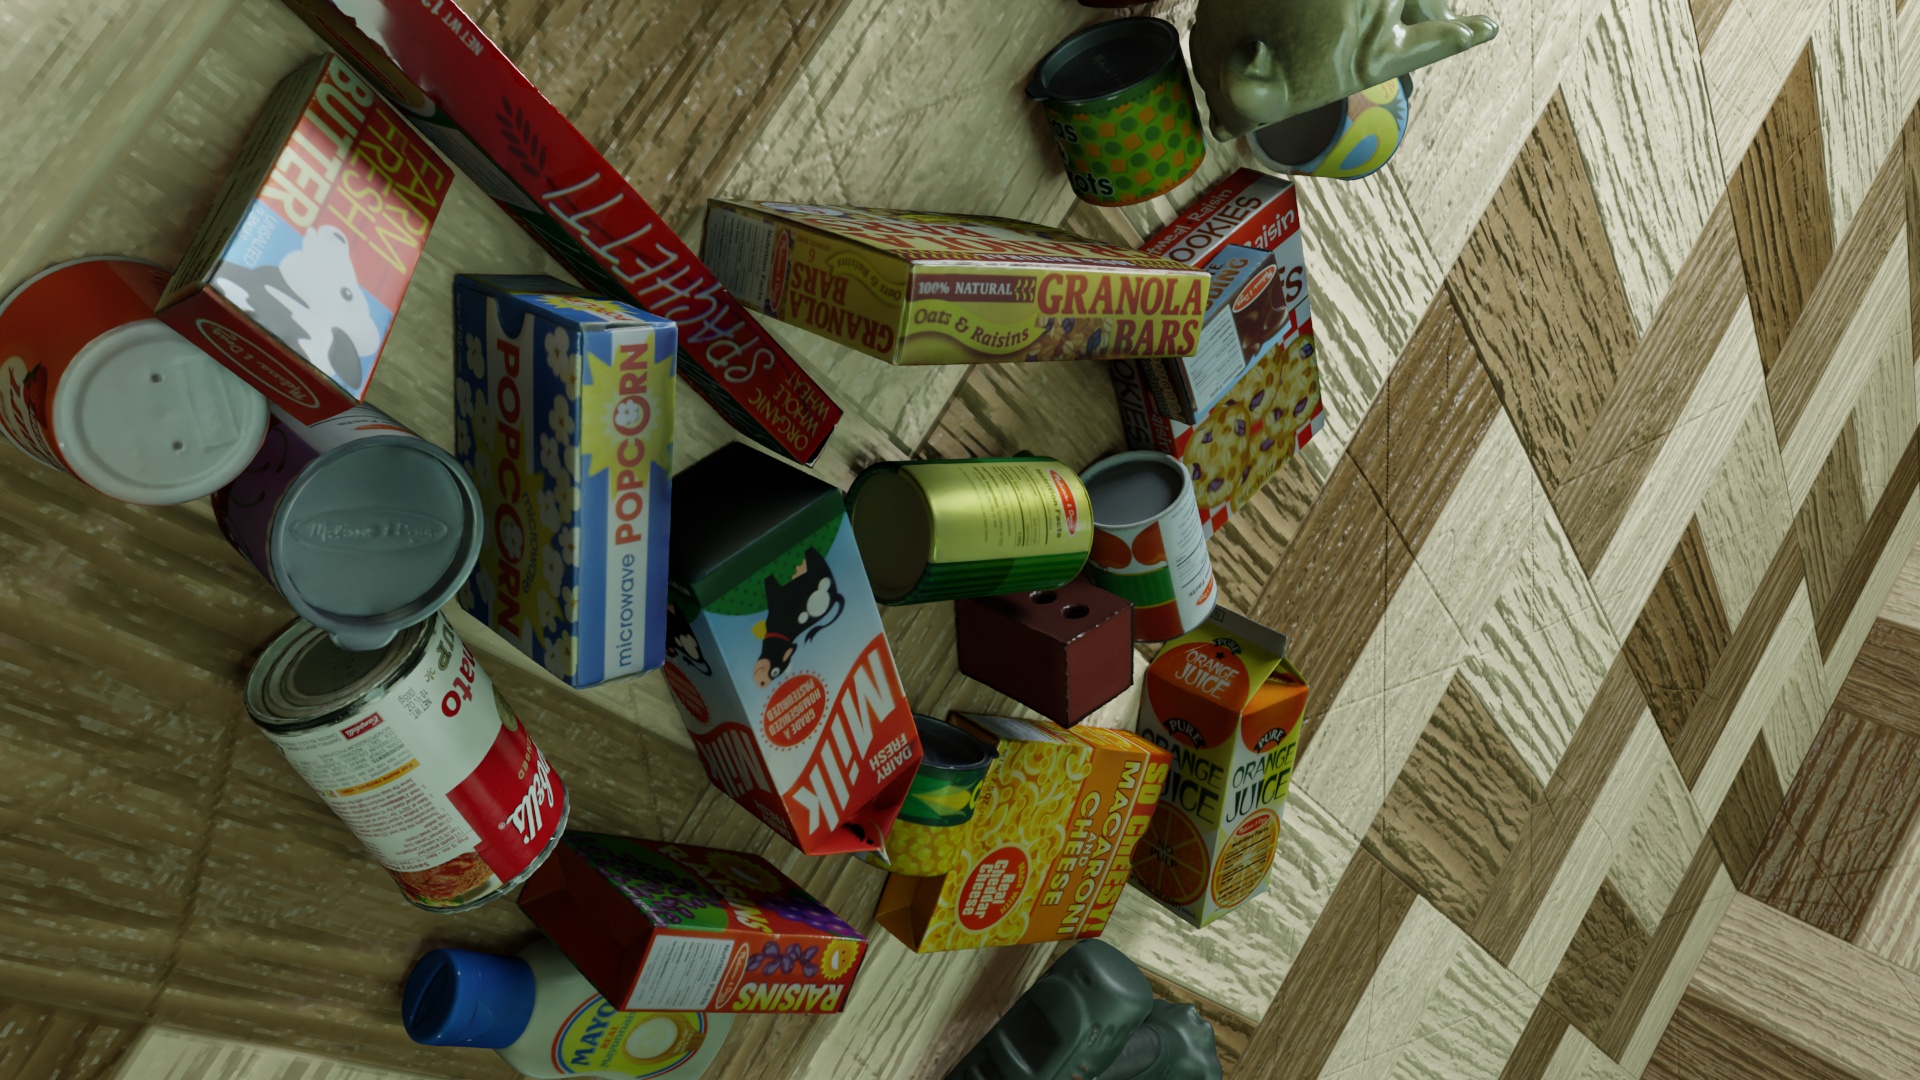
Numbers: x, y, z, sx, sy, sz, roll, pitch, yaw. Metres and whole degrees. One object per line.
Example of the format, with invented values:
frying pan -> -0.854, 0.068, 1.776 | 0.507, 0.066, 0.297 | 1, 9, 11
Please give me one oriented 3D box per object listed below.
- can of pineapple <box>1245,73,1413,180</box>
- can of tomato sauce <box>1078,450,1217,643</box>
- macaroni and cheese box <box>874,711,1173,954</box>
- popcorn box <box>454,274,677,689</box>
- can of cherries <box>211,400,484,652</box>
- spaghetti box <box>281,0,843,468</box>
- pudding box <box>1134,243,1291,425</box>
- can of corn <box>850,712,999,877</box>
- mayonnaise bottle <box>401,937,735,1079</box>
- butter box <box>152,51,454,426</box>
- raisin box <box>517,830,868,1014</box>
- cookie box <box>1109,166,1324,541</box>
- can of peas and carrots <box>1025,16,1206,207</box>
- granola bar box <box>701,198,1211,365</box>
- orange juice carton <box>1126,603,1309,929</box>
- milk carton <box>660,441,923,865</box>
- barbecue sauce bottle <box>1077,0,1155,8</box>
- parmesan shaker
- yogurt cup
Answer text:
can of pineapple -> 0.193, -0.226, 0.732 | 0.058, 0.071, 0.070 | -10, 115, -42
can of tomato sauce -> 0.096, 0.003, 0.745 | 0.071, 0.071, 0.082 | -41, 132, -24
macaroni and cheese box -> 0.041, 0.165, 0.783 | 0.166, 0.040, 0.123 | 14, 99, -47
popcorn box -> -0.139, -0.023, 0.481 | 0.038, 0.085, 0.126 | -12, 116, -43
can of cherries -> -0.199, -0.007, 0.448 | 0.072, 0.058, 0.071 | -22, 123, -38
spaghetti box -> -0.127, -0.108, 0.480 | 0.029, 0.050, 0.249 | -54, 137, -10
pudding box -> 0.125, -0.102, 0.688 | 0.084, 0.030, 0.049 | -45, 134, -20
can of corn -> -0.022, 0.123, 0.678 | 0.071, 0.071, 0.058 | 4, 106, -46
mayonnaise bottle -> -0.163, 0.201, 0.593 | 0.148, 0.041, 0.065 | 29, 89, -48
butter box -> -0.187, -0.090, 0.406 | 0.053, 0.024, 0.104 | 49, 35, -44
raisin box -> -0.112, 0.165, 0.595 | 0.123, 0.086, 0.040 | 23, 90, -48
cookie box -> 0.140, -0.098, 0.760 | 0.123, 0.040, 0.166 | -41, 134, -24
can of peas and carrots -> 0.071, -0.192, 0.629 | 0.071, 0.071, 0.058 | -46, 135, -20
granola bar box -> 0.000, -0.104, 0.553 | 0.166, 0.124, 0.039 | -9, 116, -43
orange juice carton -> 0.157, 0.133, 0.860 | 0.073, 0.072, 0.191 | -13, 118, -41
milk carton -> -0.075, 0.061, 0.594 | 0.074, 0.072, 0.189 | -37, 131, -28
barbecue sauce bottle -> 0.070, -0.308, 0.588 | 0.065, 0.044, 0.147 | -36, 130, -36
parmesan shaker -> 0.002, -0.008, 0.647 | 0.103, 0.071, 0.071 | -4, 111, -43
yogurt cup -> -0.235, -0.043, 0.398 | 0.073, 0.054, 0.072 | -22, 123, -38
